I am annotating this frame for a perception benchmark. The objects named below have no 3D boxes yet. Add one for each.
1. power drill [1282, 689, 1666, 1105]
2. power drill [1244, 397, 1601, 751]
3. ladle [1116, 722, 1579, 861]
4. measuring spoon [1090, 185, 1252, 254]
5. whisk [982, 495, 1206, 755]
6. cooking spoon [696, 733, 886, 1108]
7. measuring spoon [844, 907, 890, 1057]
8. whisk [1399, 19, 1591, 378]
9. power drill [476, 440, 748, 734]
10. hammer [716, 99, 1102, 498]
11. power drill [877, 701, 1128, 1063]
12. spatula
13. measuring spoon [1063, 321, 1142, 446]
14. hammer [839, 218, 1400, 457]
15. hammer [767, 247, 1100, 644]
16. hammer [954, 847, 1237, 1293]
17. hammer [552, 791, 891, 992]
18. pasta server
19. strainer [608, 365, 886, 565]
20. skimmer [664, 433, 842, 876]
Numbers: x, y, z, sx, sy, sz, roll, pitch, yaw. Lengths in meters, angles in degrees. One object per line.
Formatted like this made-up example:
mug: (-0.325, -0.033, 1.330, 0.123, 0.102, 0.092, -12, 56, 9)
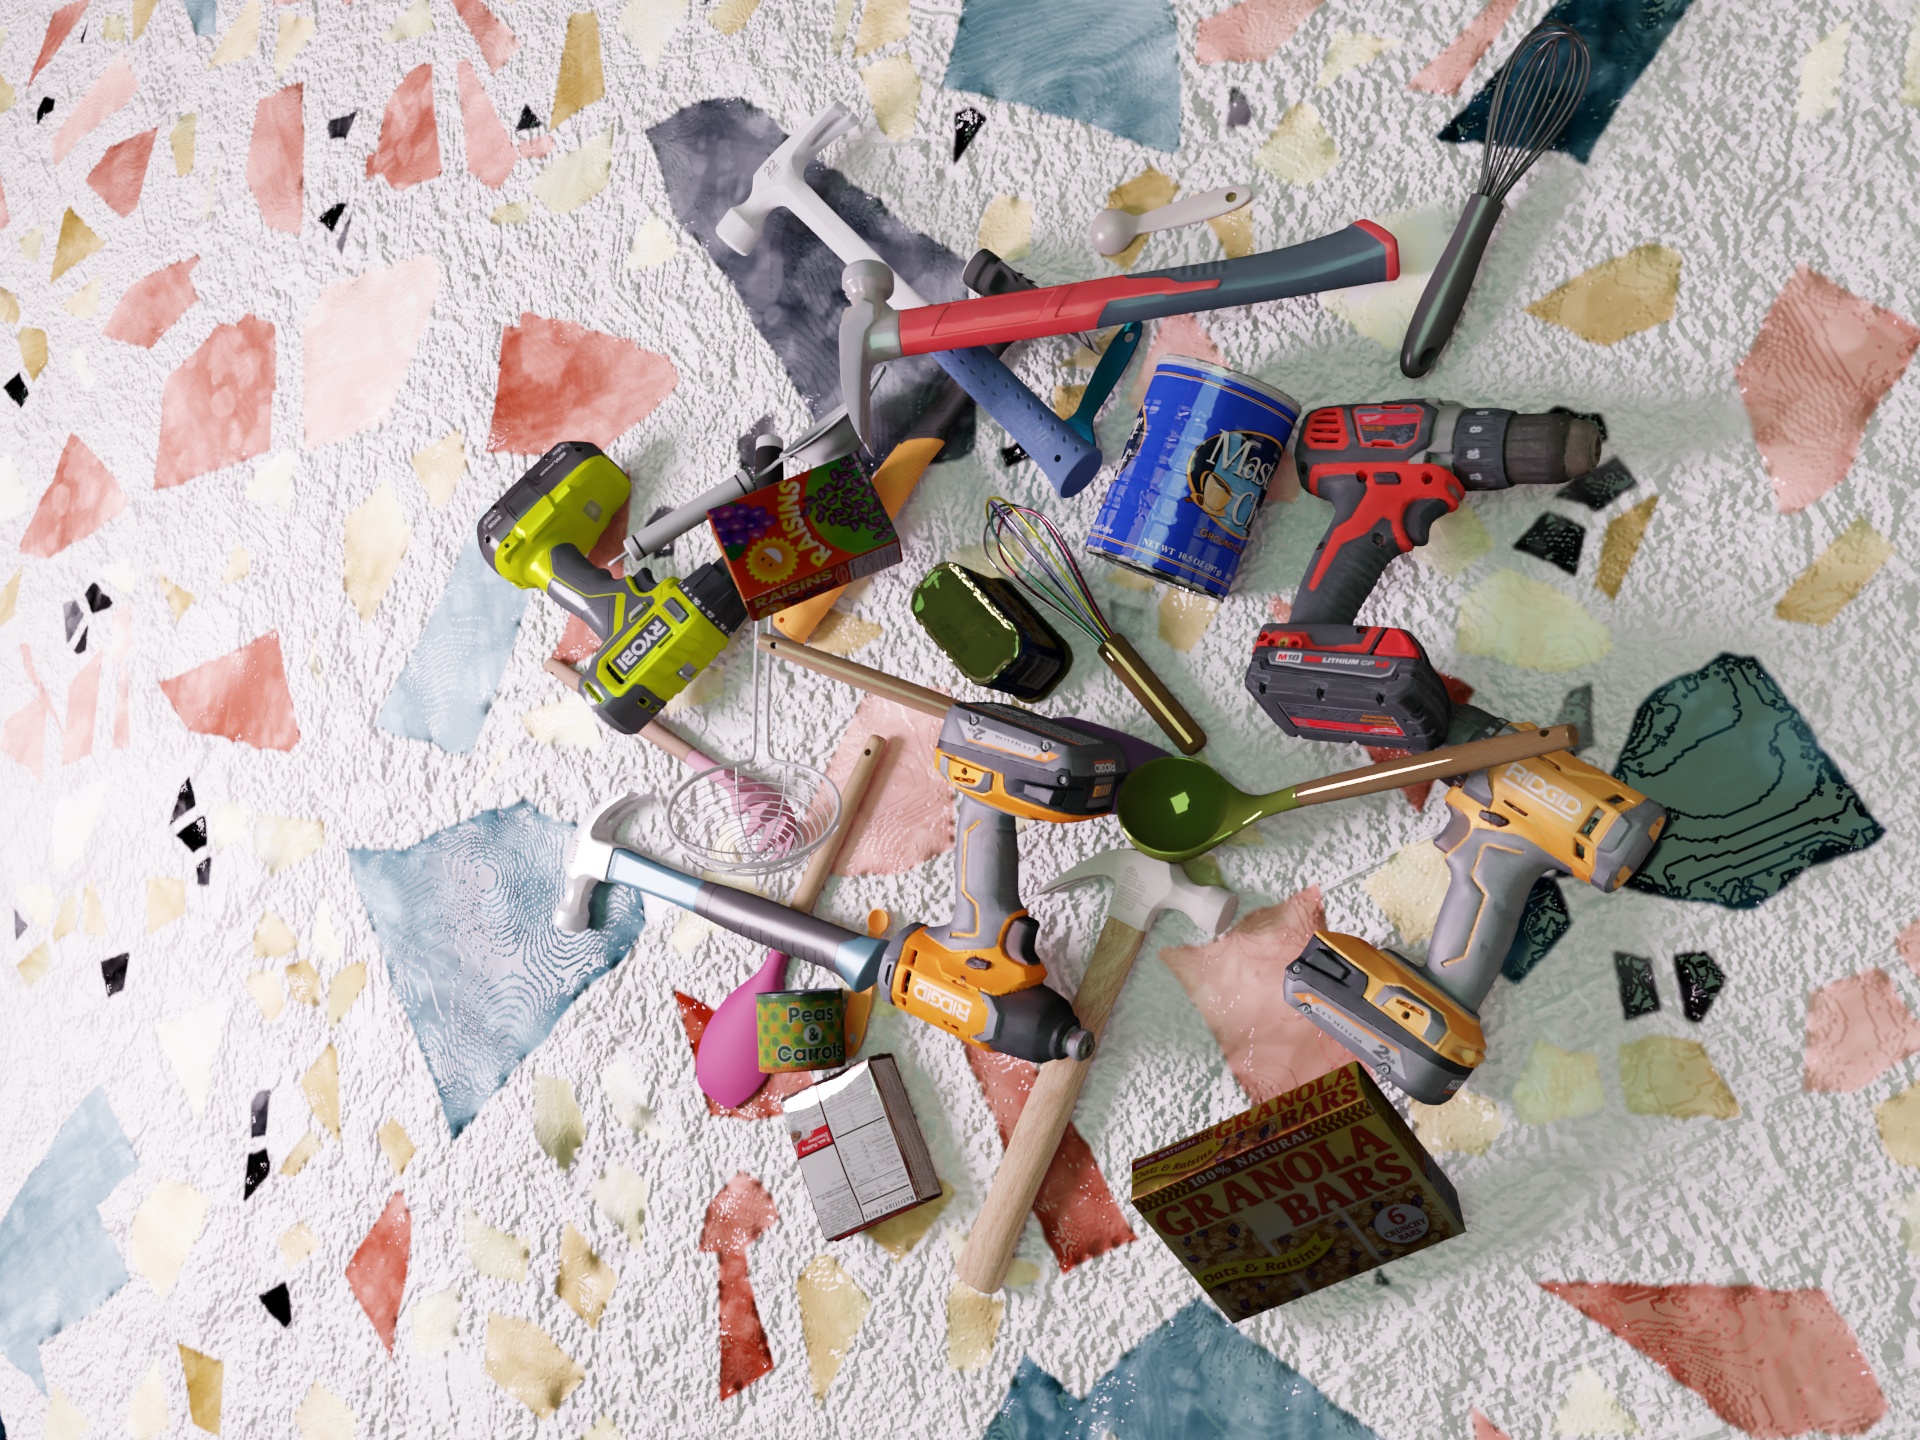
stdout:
power drill: (0.292, 0.098, 0.986, 0.185, 0.084, 0.226, 37, 97, 31)
power drill: (0.284, -0.100, 0.989, 0.188, 0.080, 0.227, 6, 69, 34)
ladle: (0.225, 0.035, 0.983, 0.320, 0.062, 0.078, -18, 42, 48)
measuring spoon: (0.150, -0.369, 1.153, 0.124, 0.018, 0.034, -8, 80, 26)
whisk: (0.093, -0.070, 1.138, 0.245, 0.051, 0.047, 52, 128, 19)
cooking spoon: (-0.129, 0.155, 1.233, 0.069, 0.017, 0.319, 28, 97, 26)
measuring spoon: (-0.071, 0.199, 1.204, 0.021, 0.011, 0.117, 15, 94, 36)
whisk: (0.343, -0.336, 1.035, 0.055, 0.055, 0.239, 28, 102, 28)
power drill: (-0.272, -0.125, 1.306, 0.190, 0.080, 0.229, -45, 66, -1)
hammer: (-0.031, -0.313, 1.195, 0.144, 0.035, 0.406, -49, 63, 15)
power drill: (0.039, 0.115, 1.072, 0.164, 0.084, 0.226, 20, 103, 34)
spatula: (-0.002, -0.004, 1.138, 0.316, 0.018, 0.060, 21, 94, 10)
measuring spoon: (0.103, -0.235, 1.166, 0.042, 0.021, 0.128, 28, 88, 28)
hammer: (0.105, -0.276, 1.097, 0.386, 0.038, 0.143, -6, 72, 12)
hammer: (-0.037, -0.191, 1.220, 0.127, 0.034, 0.337, 44, 104, 26)
hammer: (0.071, 0.244, 1.109, 0.130, 0.031, 0.331, 25, 96, 28)
hammer: (-0.190, 0.144, 1.244, 0.331, 0.033, 0.128, 15, 91, 34)
pasta server: (-0.243, 0.022, 1.299, 0.316, 0.060, 0.040, 30, 55, 30)
strainer: (-0.156, -0.184, 1.212, 0.258, 0.087, 0.050, -31, 106, -4)
skimmer: (-0.150, -0.058, 1.188, 0.127, 0.090, 0.363, 0, 73, 0)
